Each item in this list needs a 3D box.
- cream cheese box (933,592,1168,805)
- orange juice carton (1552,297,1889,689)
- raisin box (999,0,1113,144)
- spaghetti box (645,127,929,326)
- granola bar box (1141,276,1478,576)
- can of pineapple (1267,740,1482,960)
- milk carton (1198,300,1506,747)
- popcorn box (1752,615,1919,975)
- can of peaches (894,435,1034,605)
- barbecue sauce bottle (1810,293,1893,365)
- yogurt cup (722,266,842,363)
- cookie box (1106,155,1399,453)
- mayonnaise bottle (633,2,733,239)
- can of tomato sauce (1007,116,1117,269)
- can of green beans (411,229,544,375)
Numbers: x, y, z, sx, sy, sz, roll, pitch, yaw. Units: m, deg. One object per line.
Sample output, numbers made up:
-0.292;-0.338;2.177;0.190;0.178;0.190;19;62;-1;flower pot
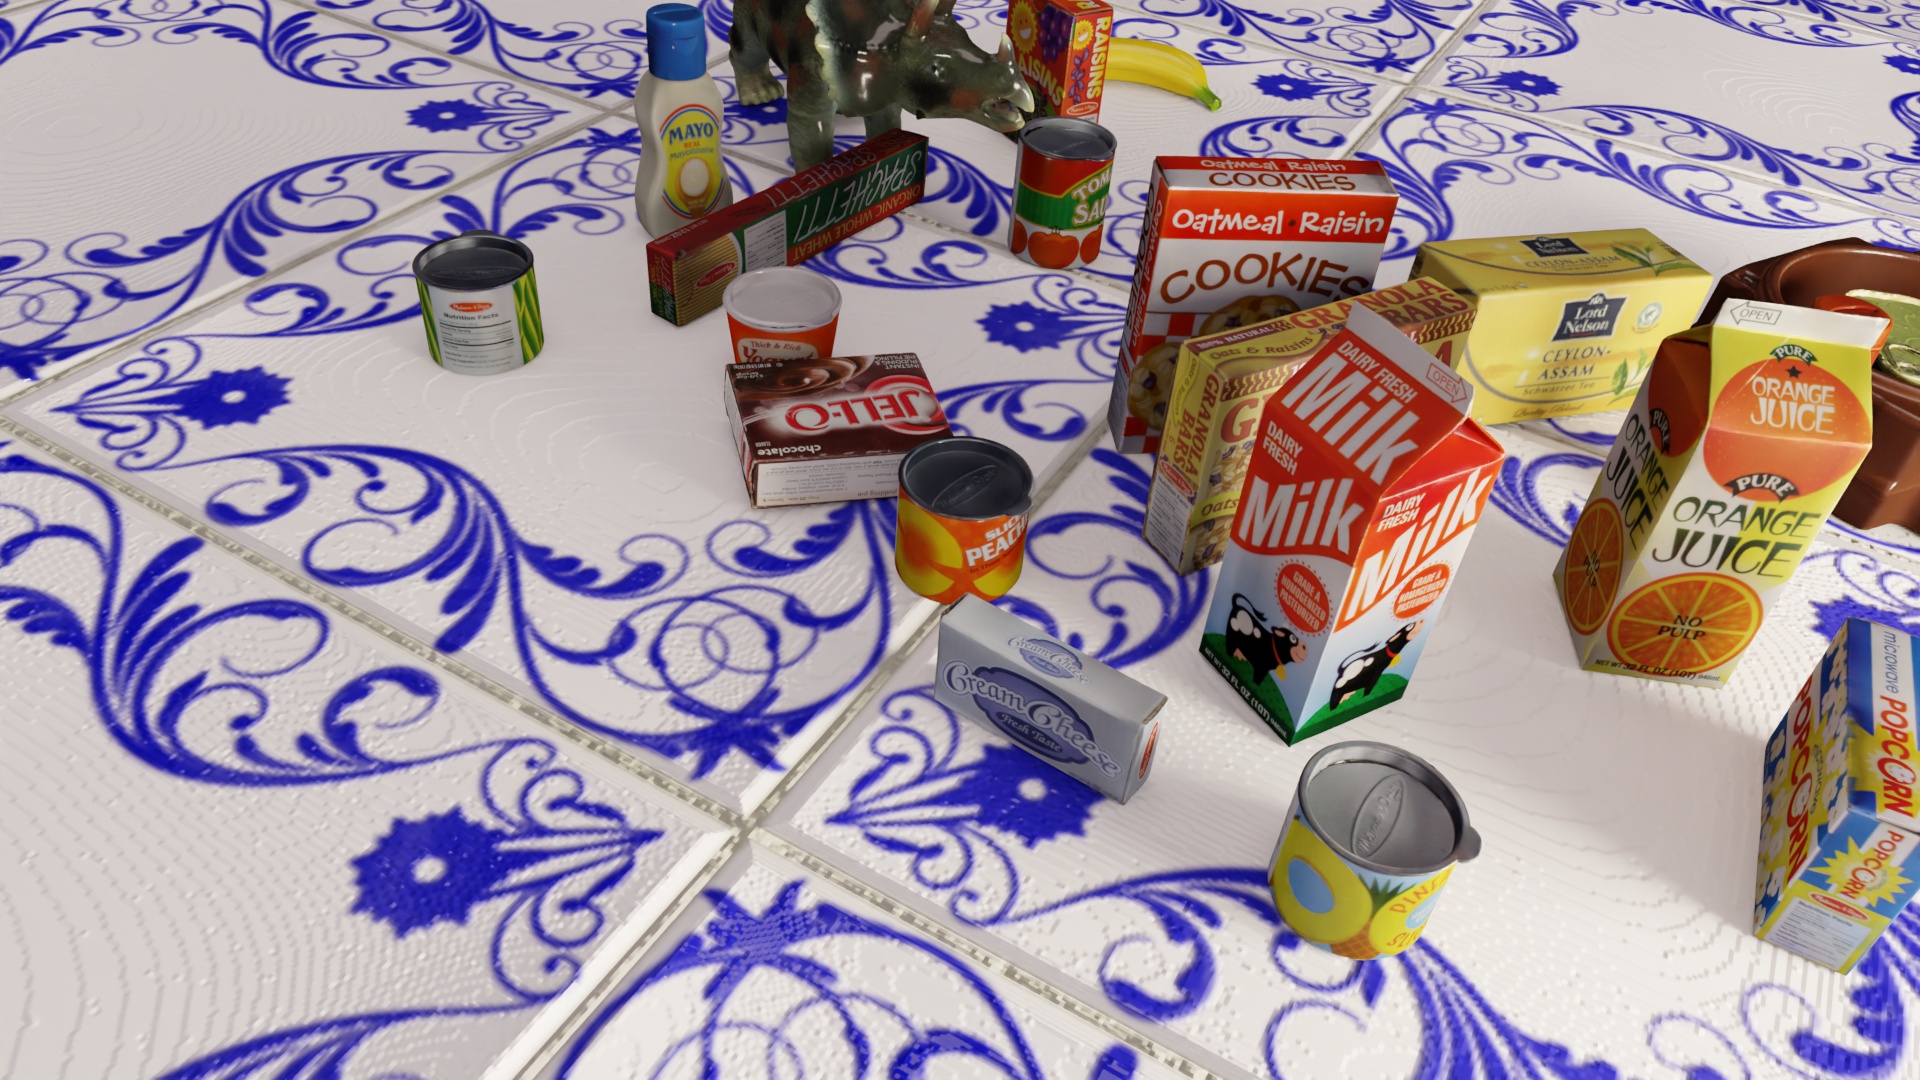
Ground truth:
0.036;0.069;0.605;0.104;0.053;0.024;27;44;23;cream cheese box
0.351;-0.026;0.648;0.072;0.191;0.073;8;40;2;orange juice carton
0.070;-0.359;1.061;0.040;0.122;0.086;-19;46;-26;raisin box
-0.108;-0.214;0.925;0.029;0.049;0.251;28;45;24;spaghetti box
0.179;-0.061;0.721;0.166;0.123;0.039;-17;45;-25;granola bar box
0.162;0.124;0.551;0.071;0.057;0.071;3;40;-3;can of pineapple
0.170;-0.006;0.604;0.074;0.189;0.072;-17;45;-25;milk carton
0.371;0.103;0.580;0.038;0.084;0.127;21;42;17;popcorn box
0.002;-0.009;0.689;0.071;0.057;0.071;3;40;-3;can of peaches
0.433;-0.056;0.728;0.065;0.147;0.044;-5;41;-13;barbecue sauce bottle
-0.104;-0.121;0.812;0.072;0.053;0.073;3;40;-3;yogurt cup
0.155;-0.126;0.762;0.123;0.166;0.040;-1;40;-8;cookie box
-0.183;-0.272;0.908;0.065;0.147;0.041;-18;45;-26;mayonnaise bottle
0.070;-0.236;0.947;0.071;0.082;0.071;3;40;-3;can of tomato sauce
-0.279;-0.137;0.807;0.071;0.057;0.071;3;40;-3;can of green beans
